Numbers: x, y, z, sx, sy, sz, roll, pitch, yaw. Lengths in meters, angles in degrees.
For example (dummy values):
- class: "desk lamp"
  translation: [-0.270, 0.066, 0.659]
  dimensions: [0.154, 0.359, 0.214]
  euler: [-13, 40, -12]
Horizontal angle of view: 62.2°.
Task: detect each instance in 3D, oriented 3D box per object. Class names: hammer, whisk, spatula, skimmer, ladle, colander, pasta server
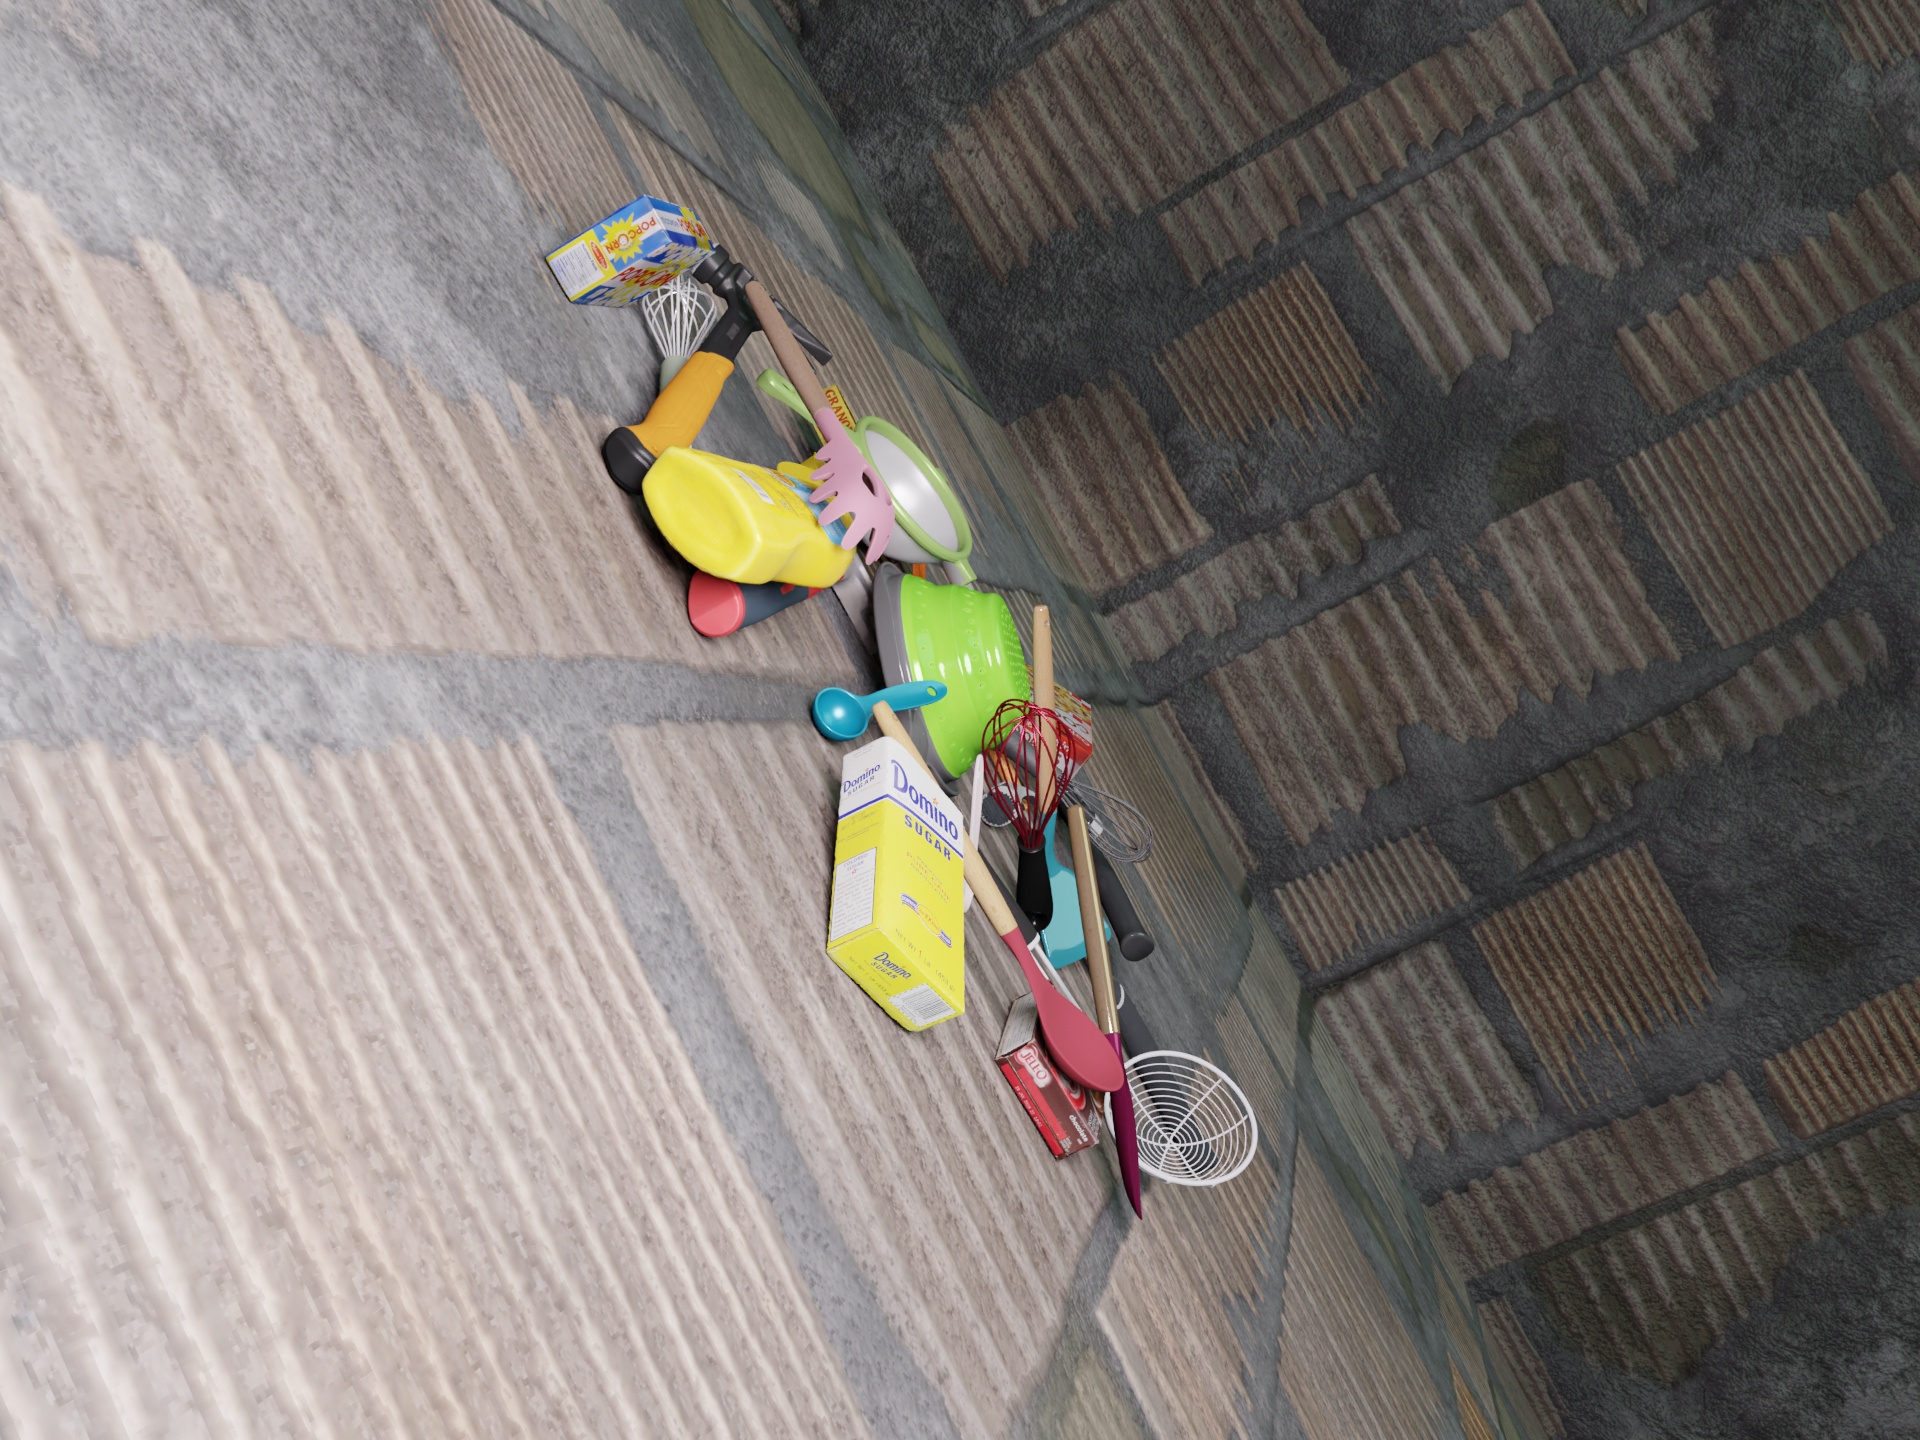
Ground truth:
- class: "hammer"
  translation: [-0.119, -0.089, 1.174]
  dimensions: [0.143, 0.038, 0.386]
  euler: [61, 12, -6]
- class: "hammer"
  translation: [-0.176, -0.238, 1.128]
  dimensions: [0.127, 0.034, 0.337]
  euler: [42, 29, -18]
- class: "hammer"
  translation: [0.134, 0.239, 1.483]
  dimensions: [0.409, 0.036, 0.149]
  euler: [62, 11, 2]
- class: "whisk"
  translation: [-0.210, -0.265, 1.186]
  dimensions: [0.247, 0.059, 0.057]
  euler: [-100, -162, -46]
- class: "spatula"
  translation: [0.084, 0.056, 1.378]
  dimensions: [0.082, 0.044, 0.317]
  euler: [-20, 114, -41]
- class: "skimmer"
  translation: [0.108, 0.221, 1.278]
  dimensions: [0.363, 0.090, 0.127]
  euler: [56, 44, -12]
- class: "whisk"
  translation: [0.057, 0.085, 1.263]
  dimensions: [0.295, 0.073, 0.073]
  euler: [85, -11, -50]
- class: "whisk"
  translation: [0.092, 0.056, 1.554]
  dimensions: [0.239, 0.055, 0.055]
  euler: [39, 11, 5]
- class: "ladle"
  translation: [0.021, 0.124, 1.109]
  dimensions: [0.315, 0.031, 0.069]
  euler: [60, 23, 0]
- class: "colander"
  translation: [-0.002, -0.004, 1.252]
  dimensions: [0.397, 0.094, 0.204]
  euler: [-84, 158, -61]
- class: "spatula"
  translation: [0.005, -0.058, 1.609]
  dimensions: [0.081, 0.041, 0.323]
  euler: [62, 3, -78]
- class: "pasta server"
  translation: [-0.108, -0.220, 1.108]
  dimensions: [0.060, 0.040, 0.317]
  euler: [31, 23, -44]
- class: "hammer"
  translation: [0.136, 0.139, 1.633]
  dimensions: [0.146, 0.035, 0.335]
  euler: [55, 7, -26]

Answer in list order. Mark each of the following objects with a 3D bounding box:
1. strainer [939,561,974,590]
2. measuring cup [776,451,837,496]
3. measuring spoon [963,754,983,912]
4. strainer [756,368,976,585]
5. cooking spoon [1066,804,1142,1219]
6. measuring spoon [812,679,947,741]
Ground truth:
- class: "strainer"
  translation: [0.012, -0.116, 1.572]
  dimensions: [0.087, 0.050, 0.258]
  euler: [52, -4, 28]
- class: "measuring cup"
  translation: [-0.140, -0.206, 1.388]
  dimensions: [0.062, 0.029, 0.156]
  euler: [62, 14, 3]
- class: "measuring spoon"
  translation: [0.004, 0.084, 1.192]
  dimensions: [0.034, 0.018, 0.124]
  euler: [-39, 137, -70]
- class: "strainer"
  translation: [-0.094, -0.207, 1.347]
  dimensions: [0.256, 0.069, 0.152]
  euler: [33, 31, -42]
- class: "cooking spoon"
  translation: [0.109, 0.213, 1.204]
  dimensions: [0.068, 0.017, 0.319]
  euler: [63, 19, -64]
- class: "measuring spoon"
  translation: [-0.059, -0.009, 1.155]
  dimensions: [0.128, 0.021, 0.042]
  euler: [-15, 67, -45]
